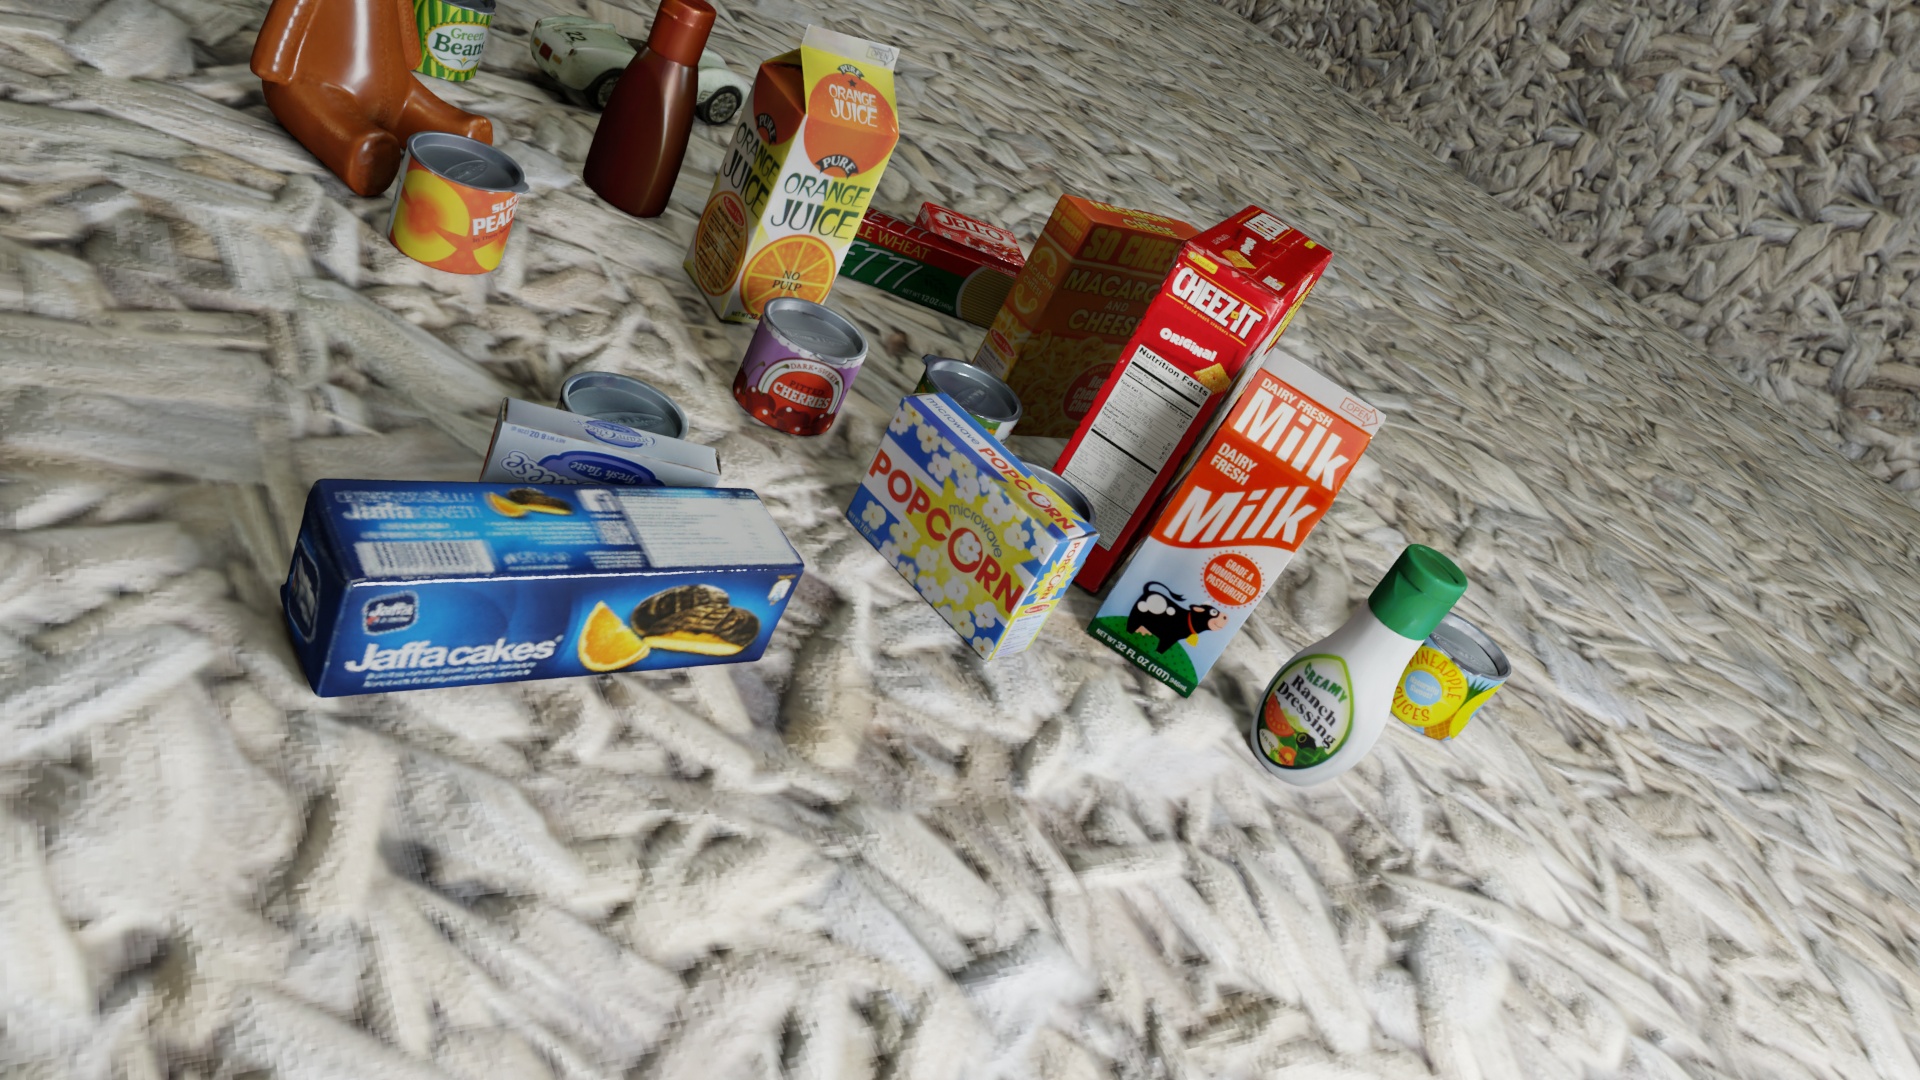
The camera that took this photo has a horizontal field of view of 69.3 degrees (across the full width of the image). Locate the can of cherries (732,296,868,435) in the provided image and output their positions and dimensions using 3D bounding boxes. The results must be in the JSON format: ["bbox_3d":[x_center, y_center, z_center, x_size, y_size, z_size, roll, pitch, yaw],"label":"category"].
[{"bbox_3d":[-0.097,-0.103,0.834,0.071,0.058,0.072,22,30,-13],"label":"can of cherries"}]

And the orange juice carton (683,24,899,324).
[{"bbox_3d":[-0.105,-0.236,0.897,0.072,0.191,0.073,1,39,-40],"label":"orange juice carton"}]

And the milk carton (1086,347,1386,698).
[{"bbox_3d":[0.153,-0.012,0.774,0.072,0.189,0.074,33,29,7],"label":"milk carton"}]

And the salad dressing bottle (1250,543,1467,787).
[{"bbox_3d":[0.213,0.068,0.746,0.044,0.147,0.064,0,41,-42],"label":"salad dressing bottle"}]

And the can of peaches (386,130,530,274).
[{"bbox_3d":[-0.291,-0.195,0.807,0.071,0.057,0.071,22,30,-13],"label":"can of peaches"}]

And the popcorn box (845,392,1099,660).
[{"bbox_3d":[0.003,-0.009,0.746,0.127,0.084,0.038,44,32,25],"label":"popcorn box"}]

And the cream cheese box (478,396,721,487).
[{"bbox_3d":[-0.171,-0.029,0.658,0.104,0.053,0.024,13,33,-26],"label":"cream cheese box"}]

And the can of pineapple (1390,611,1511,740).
[{"bbox_3d":[0.307,0.086,0.890,0.071,0.057,0.071,22,30,-13],"label":"can of pineapple"}]

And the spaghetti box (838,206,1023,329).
[{"bbox_3d":[-0.063,-0.221,1.055,0.250,0.050,0.029,17,31,-21],"label":"spaghetti box"}]

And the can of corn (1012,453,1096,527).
[{"bbox_3d":[0.033,-0.006,0.795,0.071,0.058,0.071,22,30,-13],"label":"can of corn"}]

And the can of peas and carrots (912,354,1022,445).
[{"bbox_3d":[-0.006,-0.073,0.865,0.071,0.058,0.071,22,30,-13],"label":"can of peas and carrots"}]

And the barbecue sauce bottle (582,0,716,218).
[{"bbox_3d":[-0.209,-0.299,0.950,0.065,0.147,0.044,38,30,15],"label":"barbecue sauce bottle"}]

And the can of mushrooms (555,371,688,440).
[{"bbox_3d":[-0.175,-0.054,0.713,0.071,0.033,0.071,22,30,-13],"label":"can of mushrooms"}]

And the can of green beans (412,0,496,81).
[{"bbox_3d":[-0.381,-0.377,1.015,0.071,0.057,0.071,22,30,-13],"label":"can of green beans"}]

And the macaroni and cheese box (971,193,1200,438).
[{"bbox_3d":[0.082,-0.148,0.949,0.124,0.165,0.040,0,41,-42],"label":"macaroni and cheese box"}]
